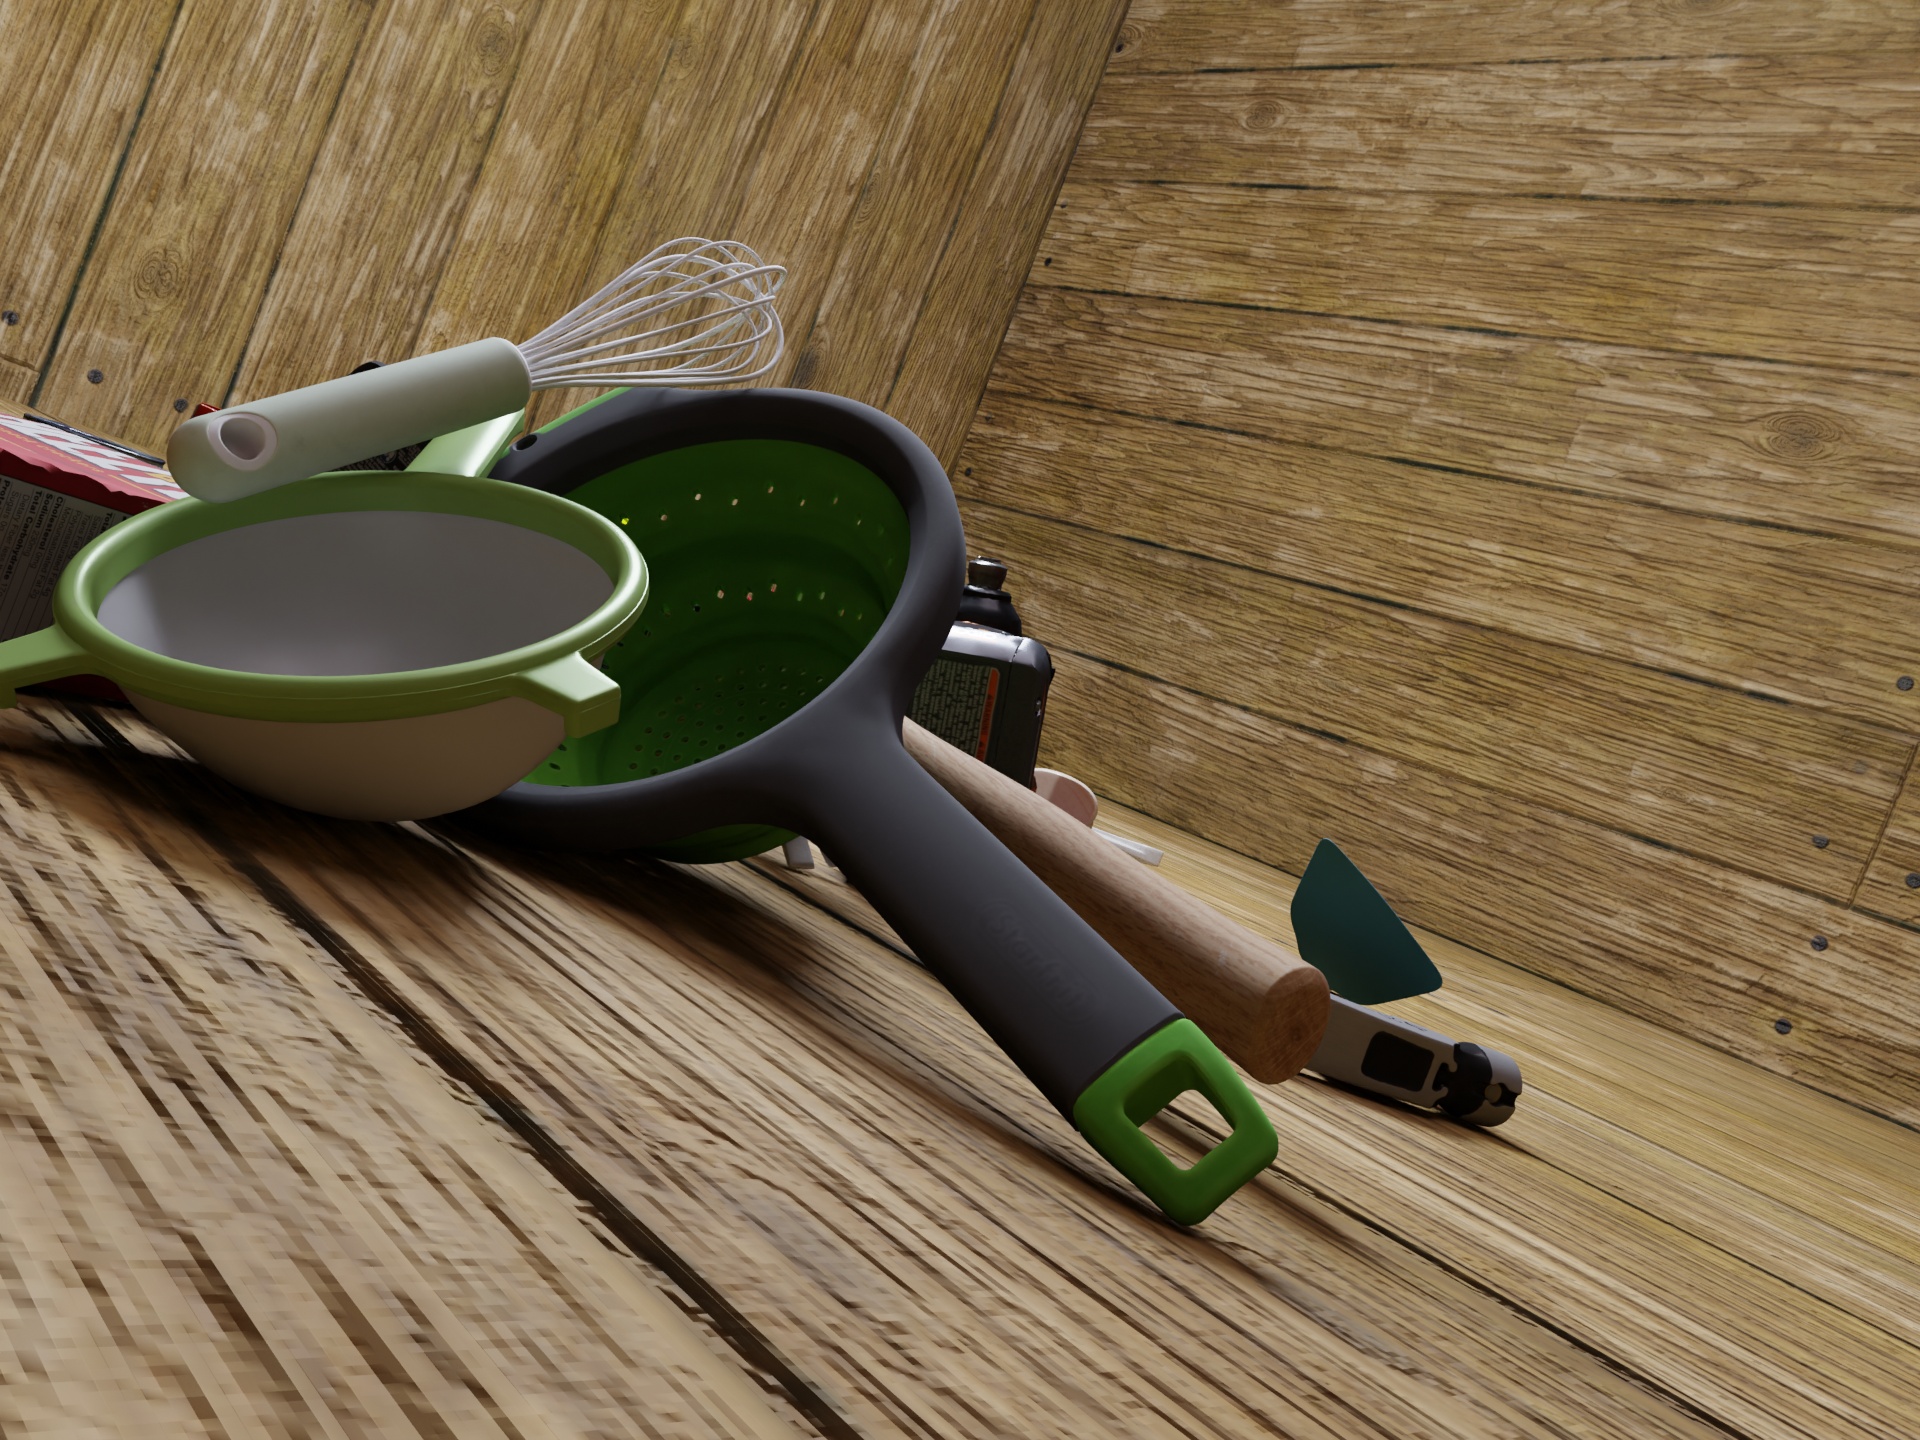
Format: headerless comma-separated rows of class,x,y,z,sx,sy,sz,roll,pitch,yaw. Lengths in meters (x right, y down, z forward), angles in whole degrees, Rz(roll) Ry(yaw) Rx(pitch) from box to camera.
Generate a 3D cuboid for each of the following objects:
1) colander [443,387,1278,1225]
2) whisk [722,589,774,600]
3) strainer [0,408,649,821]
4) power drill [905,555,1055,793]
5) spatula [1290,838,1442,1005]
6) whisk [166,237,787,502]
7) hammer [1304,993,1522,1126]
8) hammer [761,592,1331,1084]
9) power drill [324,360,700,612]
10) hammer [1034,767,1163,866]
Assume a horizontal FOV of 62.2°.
colander,-0.044,0.024,0.503,0.398,0.204,0.094,42,-20,40
whisk,-0.101,-0.024,1.034,0.296,0.073,0.073,43,-1,-4
strainer,-0.168,-0.038,0.492,0.151,0.069,0.257,3,26,-5
power drill,-0.001,-0.003,0.785,0.084,0.164,0.226,10,4,1
spatula,0.207,0.127,0.854,0.082,0.044,0.317,53,3,17
whisk,-0.145,-0.116,0.526,0.059,0.058,0.246,-26,5,45
hammer,0.109,0.109,0.780,0.146,0.035,0.335,21,1,-23
hammer,0.006,0.034,0.561,0.031,0.130,0.332,0,19,-32
power drill,-0.220,-0.089,0.842,0.191,0.080,0.228,45,9,18
hammer,0.077,0.071,1.067,0.146,0.038,0.410,22,-4,5
